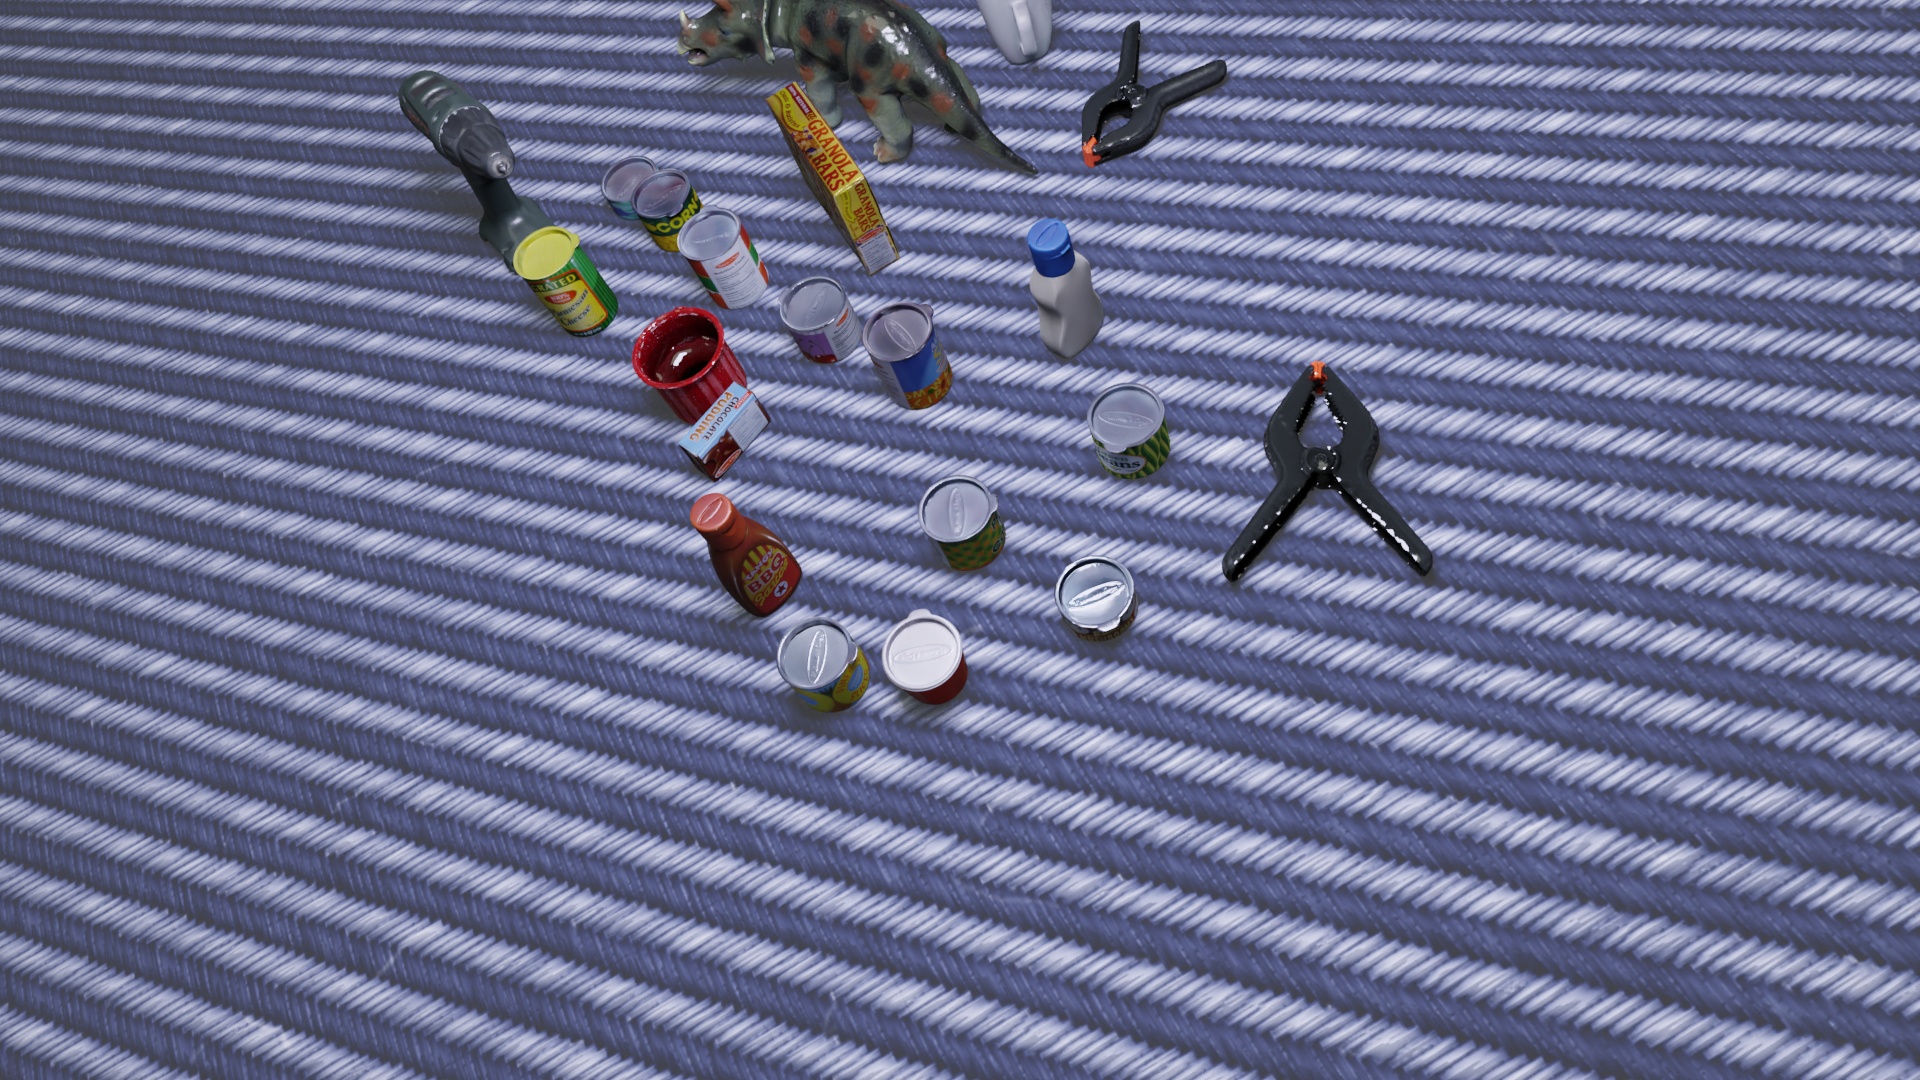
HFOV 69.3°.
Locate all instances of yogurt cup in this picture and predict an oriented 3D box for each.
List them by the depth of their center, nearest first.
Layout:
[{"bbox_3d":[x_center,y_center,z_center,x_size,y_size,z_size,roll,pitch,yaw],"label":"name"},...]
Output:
[{"bbox_3d":[-0.026,0.102,1.154,0.072,0.053,0.073,-6,61,12],"label":"yogurt cup"}]

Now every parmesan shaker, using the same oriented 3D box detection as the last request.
[{"bbox_3d":[-0.400,-0.264,1.425,0.071,0.102,0.071,-6,61,12],"label":"parmesan shaker"}]

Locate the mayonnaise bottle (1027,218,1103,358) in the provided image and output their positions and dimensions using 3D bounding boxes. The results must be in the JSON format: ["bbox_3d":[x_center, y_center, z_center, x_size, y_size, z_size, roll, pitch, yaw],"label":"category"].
[{"bbox_3d":[0.091,-0.228,1.247,0.041,0.147,0.065,34,76,28],"label":"mayonnaise bottle"}]

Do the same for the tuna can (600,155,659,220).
[{"bbox_3d":[-0.355,-0.385,1.519,0.071,0.032,0.071,-6,61,12],"label":"tuna can"}]

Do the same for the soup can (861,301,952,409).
[{"bbox_3d":[-0.045,-0.172,1.291,0.071,0.083,0.071,-6,61,12],"label":"soup can"}]

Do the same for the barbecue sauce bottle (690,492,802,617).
[{"bbox_3d":[-0.187,0.010,1.192,0.044,0.148,0.065,32,75,27],"label":"barbecue sauce bottle"}]

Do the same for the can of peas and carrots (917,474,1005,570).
[{"bbox_3d":[0.004,-0.015,1.206,0.071,0.058,0.071,-6,61,12],"label":"can of peas and carrots"}]

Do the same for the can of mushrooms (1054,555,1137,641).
[{"bbox_3d":[0.114,0.051,1.156,0.071,0.033,0.071,-6,61,12],"label":"can of mushrooms"}]

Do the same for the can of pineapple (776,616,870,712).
[{"bbox_3d":[-0.113,0.106,1.172,0.071,0.057,0.071,-6,61,12],"label":"can of pineapple"}]

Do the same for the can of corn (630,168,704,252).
[{"bbox_3d":[-0.305,-0.347,1.470,0.071,0.058,0.071,-6,61,12],"label":"can of corn"}]

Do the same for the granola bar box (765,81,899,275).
[{"bbox_3d":[-0.127,-0.363,1.393,0.039,0.123,0.166,-31,59,-2],"label":"granola bar box"}]

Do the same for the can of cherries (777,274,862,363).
[{"bbox_3d":[-0.137,-0.216,1.354,0.071,0.058,0.072,-6,61,12],"label":"can of cherries"}]

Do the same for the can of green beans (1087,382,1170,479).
[{"bbox_3d":[0.147,-0.095,1.212,0.071,0.057,0.071,-6,61,12],"label":"can of green beans"}]

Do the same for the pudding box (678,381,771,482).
[{"bbox_3d":[-0.224,-0.103,1.321,0.030,0.049,0.084,31,74,27],"label":"pudding box"}]

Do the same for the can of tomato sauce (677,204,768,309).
[{"bbox_3d":[-0.239,-0.285,1.405,0.071,0.082,0.071,-6,61,12],"label":"can of tomato sauce"}]
